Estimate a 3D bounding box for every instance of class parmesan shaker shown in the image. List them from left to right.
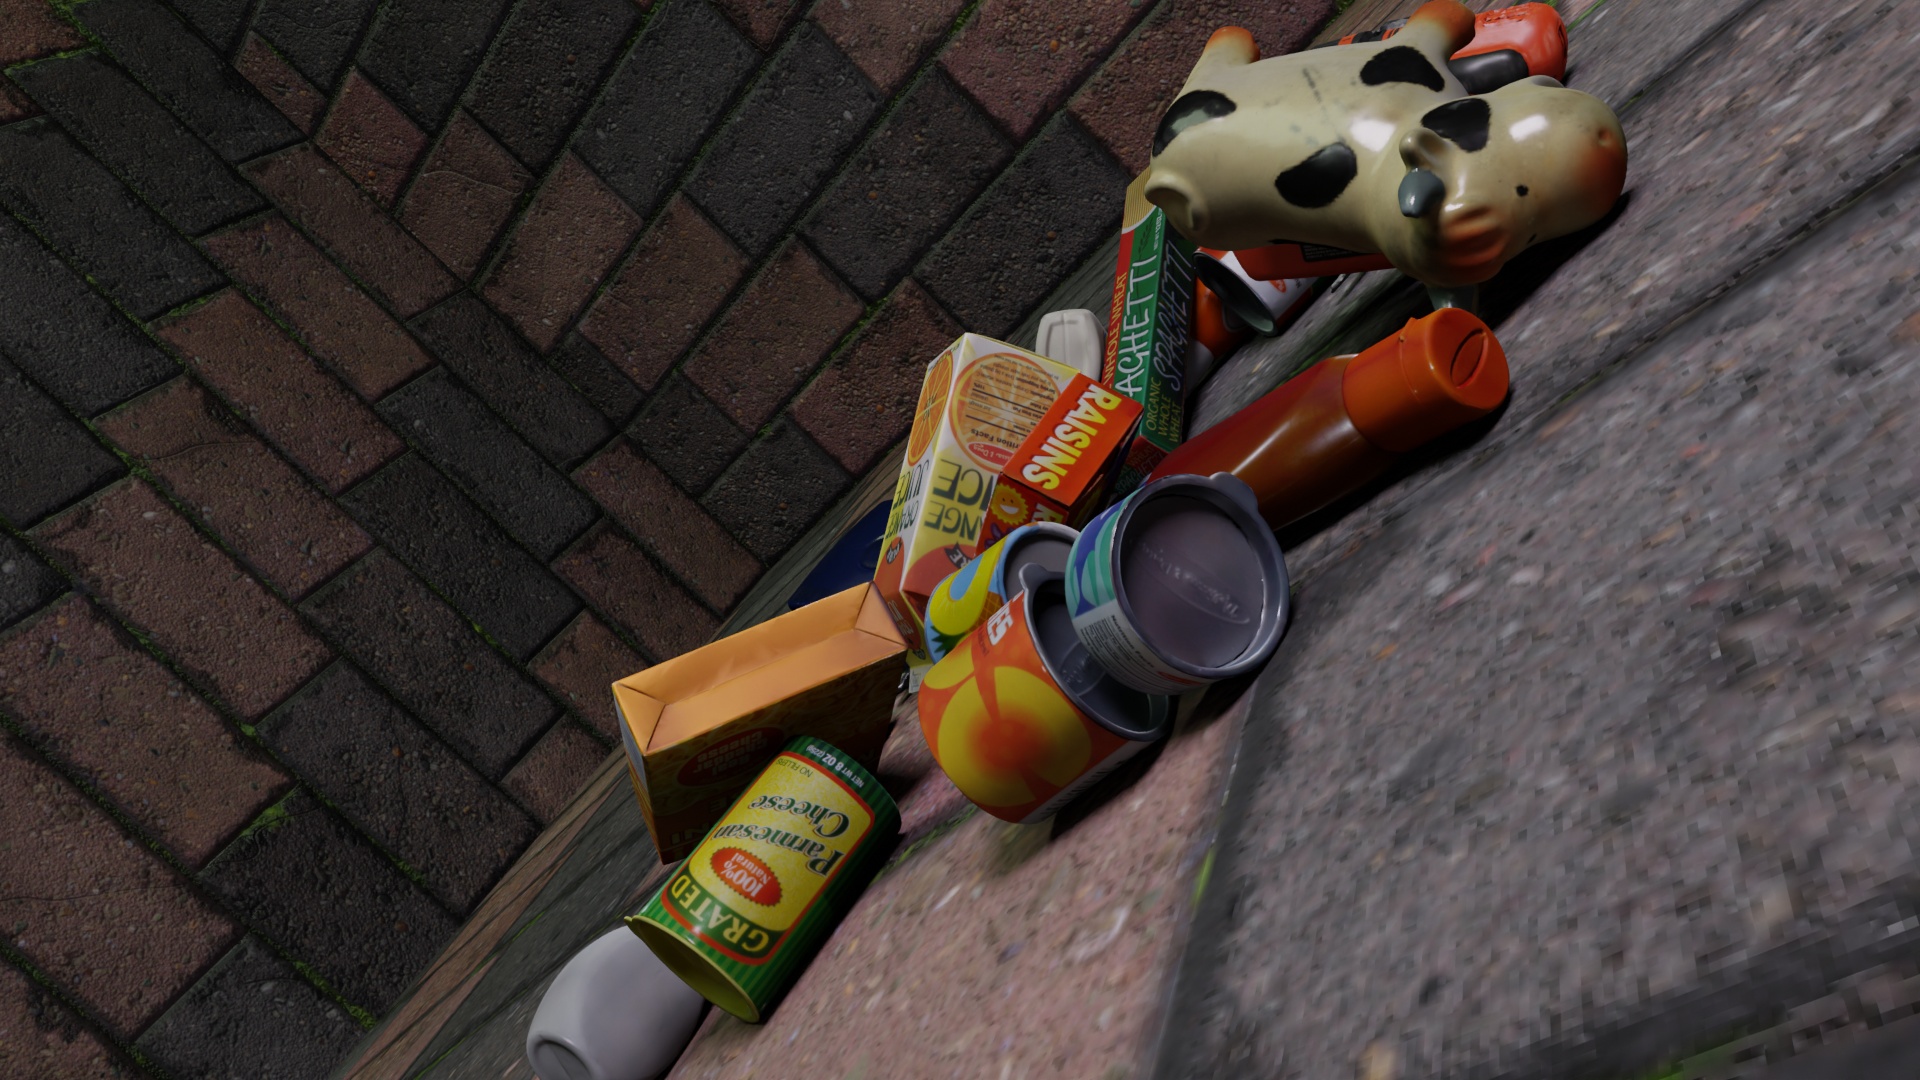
[{"bbox_3d":[-0.082,0.140,0.592,0.103,0.071,0.071,-50,8,-30],"label":"parmesan shaker"}]

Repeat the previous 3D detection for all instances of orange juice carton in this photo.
[{"bbox_3d":[0.003,-0.010,0.773,0.071,0.073,0.193,155,130,-70],"label":"orange juice carton"}]

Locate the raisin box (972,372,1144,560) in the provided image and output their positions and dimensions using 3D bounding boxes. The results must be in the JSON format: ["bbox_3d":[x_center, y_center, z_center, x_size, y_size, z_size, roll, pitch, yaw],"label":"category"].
[{"bbox_3d":[0.040,-0.007,0.664,0.086,0.040,0.122,-51,-15,-41],"label":"raisin box"}]

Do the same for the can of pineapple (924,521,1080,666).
[{"bbox_3d":[0.027,0.034,0.582,0.057,0.071,0.071,-37,11,50],"label":"can of pineapple"}]

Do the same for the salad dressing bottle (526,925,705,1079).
[{"bbox_3d":[-0.137,0.197,0.652,0.044,0.064,0.148,-25,10,35],"label":"salad dressing bottle"}]

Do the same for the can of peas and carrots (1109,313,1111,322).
[{"bbox_3d":[0.142,-0.147,0.919,0.059,0.071,0.071,-47,7,-13],"label":"can of peas and carrots"}]

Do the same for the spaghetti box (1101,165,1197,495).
[{"bbox_3d":[0.114,-0.138,0.829,0.050,0.028,0.251,-39,31,47],"label":"spaghetti box"}]

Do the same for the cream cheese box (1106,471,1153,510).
[{"bbox_3d":[0.095,-0.015,0.623,0.103,0.024,0.054,-37,11,50],"label":"cream cheese box"}]

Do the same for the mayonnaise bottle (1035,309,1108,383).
[{"bbox_3d":[0.087,-0.105,0.895,0.041,0.065,0.148,-4,-5,19],"label":"mayonnaise bottle"}]

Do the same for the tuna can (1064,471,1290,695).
[{"bbox_3d":[0.070,0.013,0.444,0.071,0.071,0.032,-50,8,-30],"label":"tuna can"}]

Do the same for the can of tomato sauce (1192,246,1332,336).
[{"bbox_3d":[0.184,-0.170,0.794,0.083,0.071,0.071,-45,7,0],"label":"can of tomato sauce"}]

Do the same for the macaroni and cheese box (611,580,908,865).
[{"bbox_3d":[-0.095,0.093,0.663,0.124,0.040,0.165,-21,-24,-19],"label":"macaroni and cheese box"}]

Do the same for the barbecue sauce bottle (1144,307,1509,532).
[{"bbox_3d":[0.124,-0.035,0.493,0.065,0.043,0.148,-51,9,-32],"label":"barbecue sauce bottle"}]

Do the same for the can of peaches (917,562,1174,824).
[{"bbox_3d":[0.026,0.051,0.466,0.058,0.071,0.071,-43,7,30],"label":"can of peaches"}]

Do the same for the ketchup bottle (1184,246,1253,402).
[{"bbox_3d":[0.162,-0.151,0.856,0.149,0.064,0.043,-55,35,-2],"label":"ketchup bottle"}]
